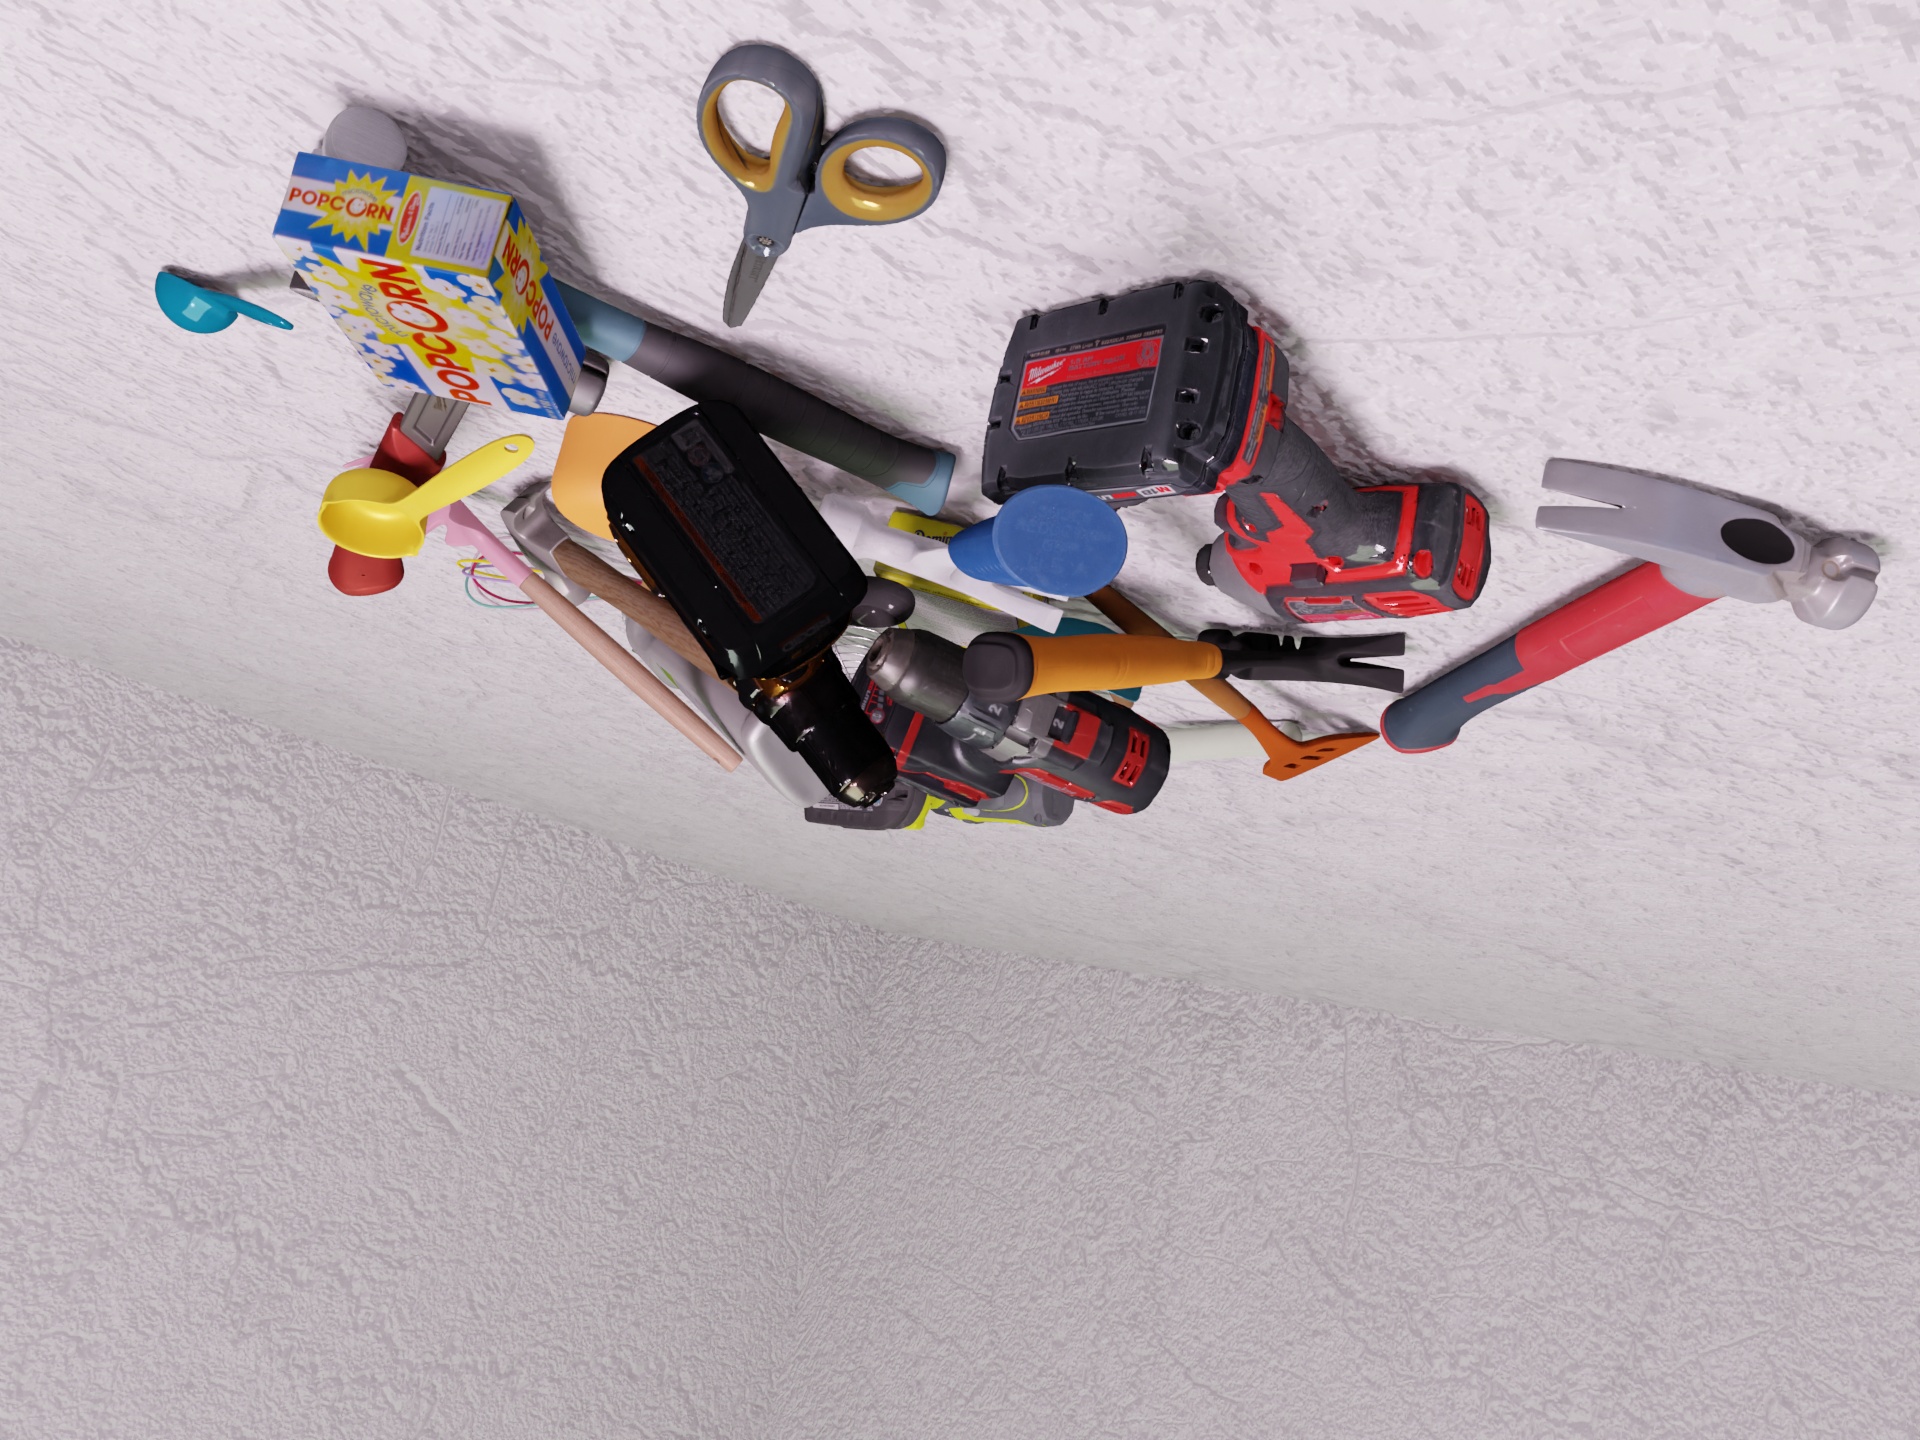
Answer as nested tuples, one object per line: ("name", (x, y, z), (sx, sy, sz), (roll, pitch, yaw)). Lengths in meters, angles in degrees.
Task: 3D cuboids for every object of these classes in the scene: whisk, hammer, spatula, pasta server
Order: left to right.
("hammer", (-0.324, -0.147, 0.902), (0.149, 0.037, 0.359), (19, 157, -25))
("pasta server", (-0.271, -0.069, 1.049), (0.316, 0.040, 0.060), (42, 156, -6))
("whisk", (-0.249, -0.096, 1.145), (0.245, 0.051, 0.047), (7, 143, 10))
("hammer", (-0.139, -0.170, 0.737), (0.330, 0.033, 0.128), (21, 165, -30))
("hammer", (-0.174, -0.057, 0.992), (0.331, 0.031, 0.129), (31, 160, 29))
("whisk", (-0.109, -0.073, 0.993), (0.073, 0.073, 0.296), (22, 172, -31))
("hammer", (0.012, -0.071, 0.689), (0.144, 0.035, 0.405), (18, -178, -8))
("spatula", (0.093, -0.025, 1.024), (0.082, 0.044, 0.317), (26, 177, 12))
("whisk", (0.156, 0.021, 1.221), (0.246, 0.058, 0.059), (-6, 127, 45))
("hammer", (0.115, -0.030, 0.816), (0.127, 0.034, 0.336), (5, -175, 34))
("spatula", (0.168, -0.025, 1.031), (0.081, 0.041, 0.322), (-29, 137, 29))
("hammer", (0.289, -0.039, 0.835), (0.143, 0.038, 0.386), (16, 167, -3))

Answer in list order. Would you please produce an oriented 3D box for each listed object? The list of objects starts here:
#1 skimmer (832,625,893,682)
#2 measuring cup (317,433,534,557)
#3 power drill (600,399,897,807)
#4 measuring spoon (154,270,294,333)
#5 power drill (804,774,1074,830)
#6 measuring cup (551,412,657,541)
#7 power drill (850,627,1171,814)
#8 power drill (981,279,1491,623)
("skimmer", (-0.067, -0.036, 1.249), (0.127, 0.090, 0.363), (18, 177, 0))
("measuring cup", (-0.284, -0.131, 0.859), (0.156, 0.029, 0.062), (-20, 146, 29))
("power drill", (-0.095, -0.046, 0.805), (0.185, 0.084, 0.226), (53, 170, 6))
("measuring spoon", (-0.372, -0.202, 0.803), (0.129, 0.021, 0.042), (22, 173, 41))
("power drill", (-0.034, 0.060, 1.451), (0.191, 0.080, 0.228), (1, 176, 41))
("measuring cup", (-0.184, -0.121, 0.947), (0.095, 0.052, 0.173), (12, 165, 9))
("power drill", (-0.002, -0.003, 0.966), (0.187, 0.080, 0.227), (24, 170, -24))
("power drill", (0.118, -0.099, 0.687), (0.143, 0.078, 0.219), (1, 165, 45))
